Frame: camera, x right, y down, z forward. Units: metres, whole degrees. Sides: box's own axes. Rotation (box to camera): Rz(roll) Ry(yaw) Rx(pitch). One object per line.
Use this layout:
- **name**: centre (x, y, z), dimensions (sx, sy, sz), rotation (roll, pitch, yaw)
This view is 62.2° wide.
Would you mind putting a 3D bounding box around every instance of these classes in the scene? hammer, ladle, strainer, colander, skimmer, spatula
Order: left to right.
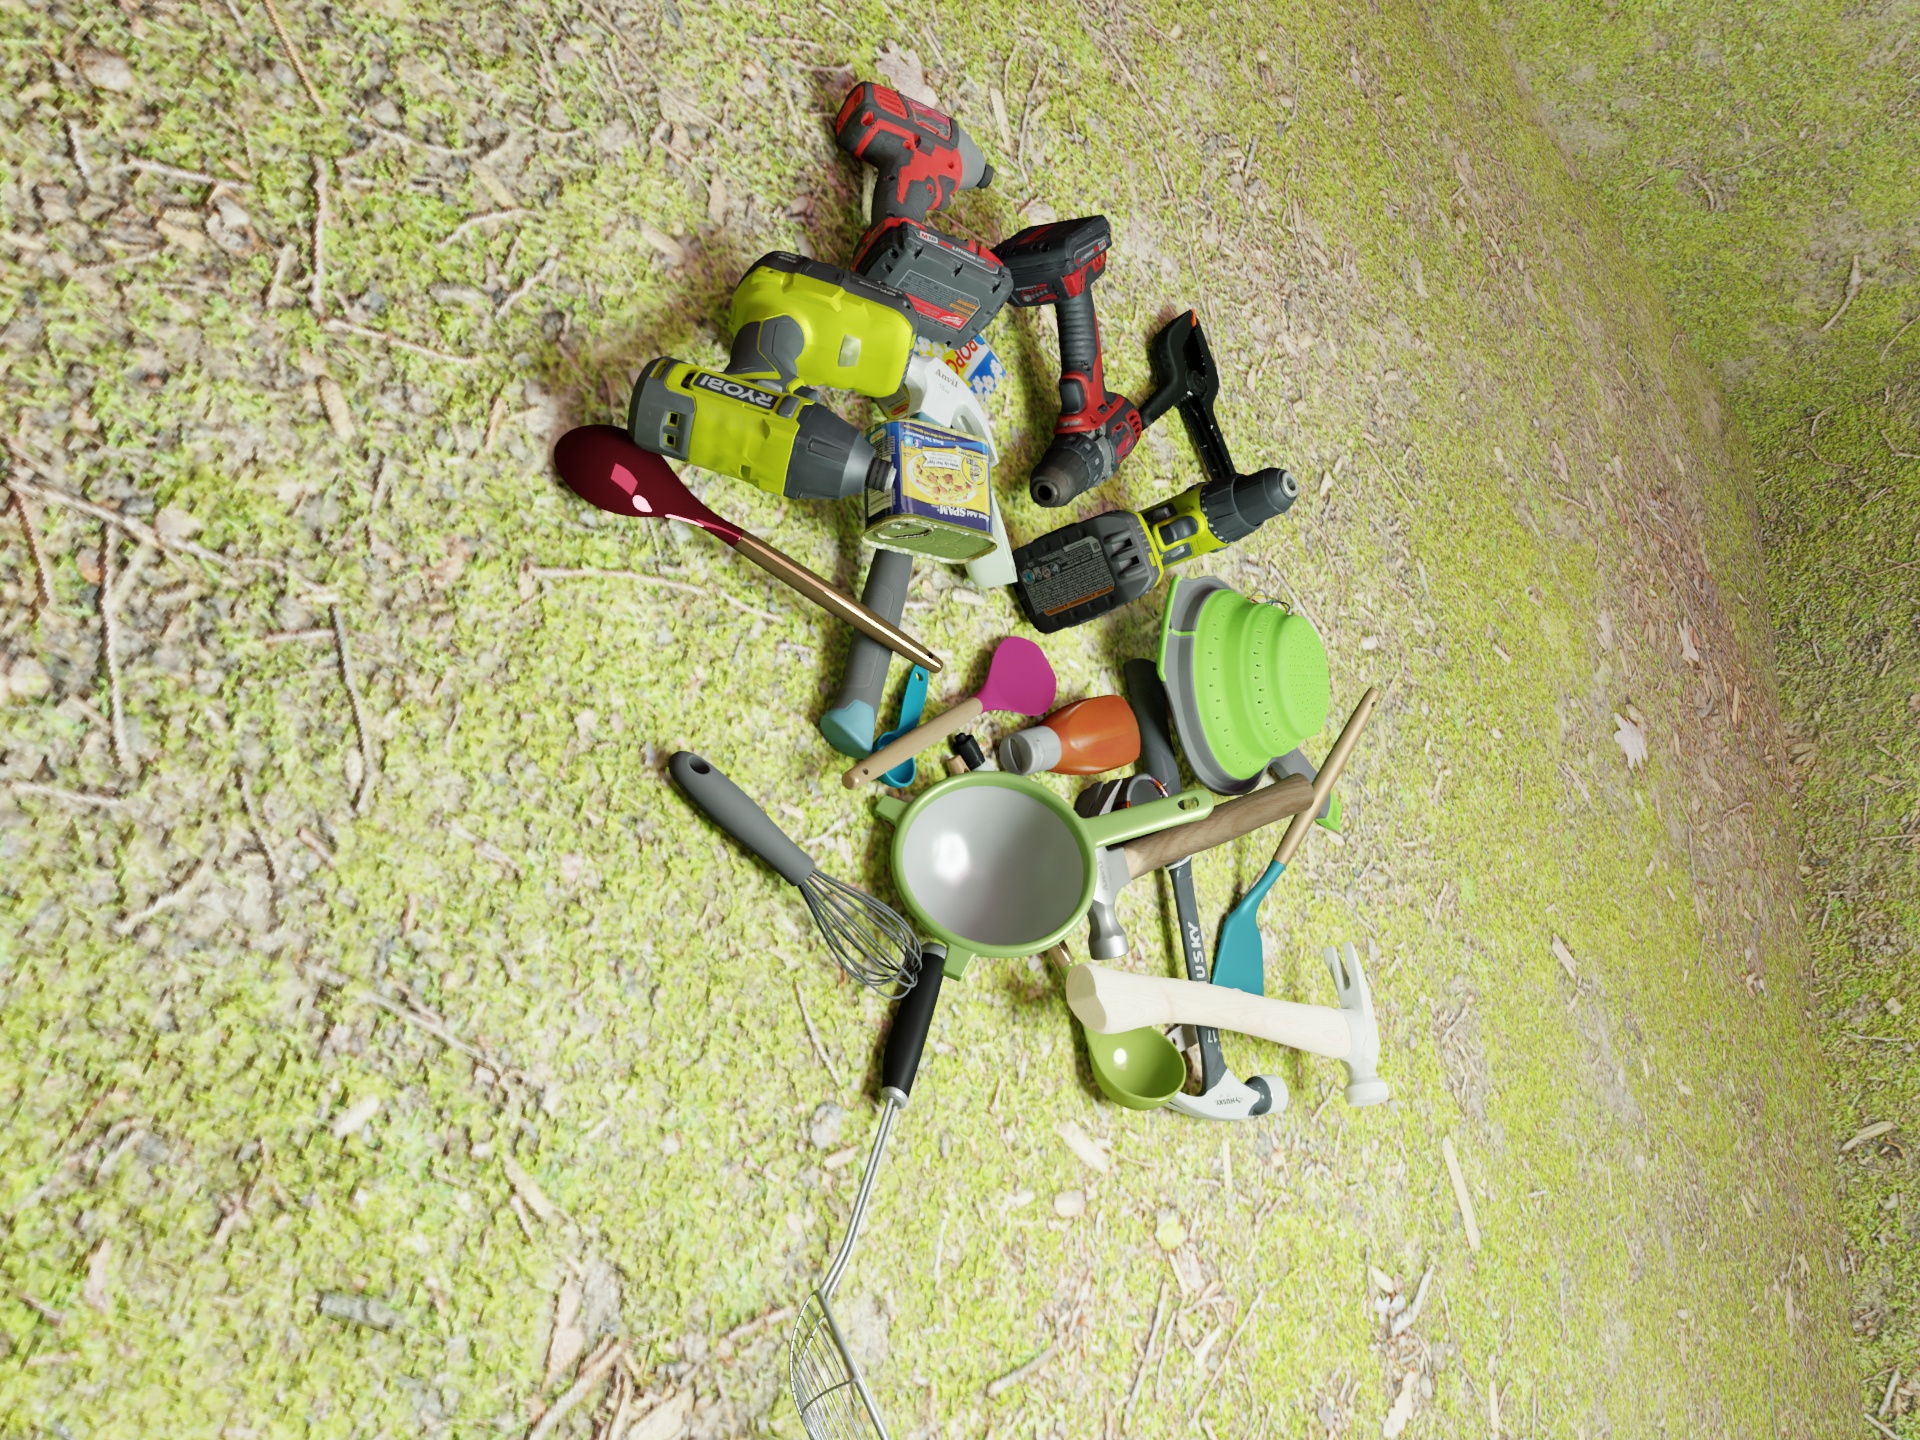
- **ladle**: centre (-0.133, -0.111, 1.091), dimensions (0.315, 0.031, 0.069), rotation (32, 50, -28)
- **hammer**: centre (-0.050, -0.129, 1.195), dimensions (0.128, 0.033, 0.331), rotation (27, 63, -31)
- **skimmer**: centre (-0.031, 0.304, 1.031), dimensions (0.127, 0.090, 0.364), rotation (79, 22, -47)
- **strainer**: centre (0.068, 0.103, 1.180), dimensions (0.256, 0.069, 0.152), rotation (-14, 60, -20)
- **ladle**: centre (0.079, 0.164, 1.240), dimensions (0.078, 0.062, 0.320), rotation (-37, 101, -48)
- **hammer**: centre (0.188, 0.141, 1.383), dimensions (0.149, 0.036, 0.409), rotation (5, 69, -38)
- **hammer**: centre (0.200, 0.091, 1.328), dimensions (0.331, 0.031, 0.130), rotation (-15, 93, -46)
- **hammer**: centre (0.227, 0.231, 1.311), dimensions (0.410, 0.038, 0.146), rotation (19, 56, -44)
- **colander**: centre (0.315, 0.003, 1.497), dimensions (0.396, 0.094, 0.205), rotation (42, 51, -44)
- **spatula**: centre (0.314, 0.113, 1.462), dimensions (0.082, 0.044, 0.317), rotation (30, 87, -38)

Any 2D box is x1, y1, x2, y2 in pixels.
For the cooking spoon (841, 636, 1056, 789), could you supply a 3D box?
- **cooking spoon**: centre (-0.002, -0.004, 1.222), dimensions (0.069, 0.017, 0.319), rotation (61, 33, -2)

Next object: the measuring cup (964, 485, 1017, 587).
- **measuring cup**: centre (0.010, -0.180, 1.314), dimensions (0.083, 0.038, 0.168), rotation (66, 9, -54)

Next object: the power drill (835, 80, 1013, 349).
- **power drill**: centre (-0.027, -0.419, 1.306), dimensions (0.143, 0.078, 0.220), rotation (15, 53, -31)

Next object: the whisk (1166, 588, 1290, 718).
- **whisk**: centre (0.255, -0.067, 1.552), dimensions (0.047, 0.051, 0.245), rotation (46, 46, 3)

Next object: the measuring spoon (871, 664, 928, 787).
- **measuring spoon**: centre (-0.046, 0.002, 1.197), dimensions (0.042, 0.021, 0.129), rotation (47, 36, -27)

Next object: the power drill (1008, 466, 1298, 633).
- **power drill**: centre (0.168, -0.155, 1.369), dimensions (0.228, 0.190, 0.080), rotation (-27, 96, -46)

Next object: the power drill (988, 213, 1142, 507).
- **power drill**: centre (0.090, -0.307, 1.387), dimensions (0.188, 0.080, 0.226), rotation (-49, 131, -51)

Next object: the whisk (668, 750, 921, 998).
- **whisk**: centre (-0.108, 0.103, 1.061), dimensions (0.238, 0.055, 0.055), rotation (46, 45, -21)

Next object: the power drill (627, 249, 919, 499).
- **power drill**: centre (-0.109, -0.231, 1.090), dimensions (0.171, 0.080, 0.223), rotation (18, 39, 0)

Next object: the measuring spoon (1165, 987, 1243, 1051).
- **measuring spoon**: centre (0.211, 0.265, 1.387), dimensions (0.124, 0.018, 0.034), rotation (-15, 83, -44)
